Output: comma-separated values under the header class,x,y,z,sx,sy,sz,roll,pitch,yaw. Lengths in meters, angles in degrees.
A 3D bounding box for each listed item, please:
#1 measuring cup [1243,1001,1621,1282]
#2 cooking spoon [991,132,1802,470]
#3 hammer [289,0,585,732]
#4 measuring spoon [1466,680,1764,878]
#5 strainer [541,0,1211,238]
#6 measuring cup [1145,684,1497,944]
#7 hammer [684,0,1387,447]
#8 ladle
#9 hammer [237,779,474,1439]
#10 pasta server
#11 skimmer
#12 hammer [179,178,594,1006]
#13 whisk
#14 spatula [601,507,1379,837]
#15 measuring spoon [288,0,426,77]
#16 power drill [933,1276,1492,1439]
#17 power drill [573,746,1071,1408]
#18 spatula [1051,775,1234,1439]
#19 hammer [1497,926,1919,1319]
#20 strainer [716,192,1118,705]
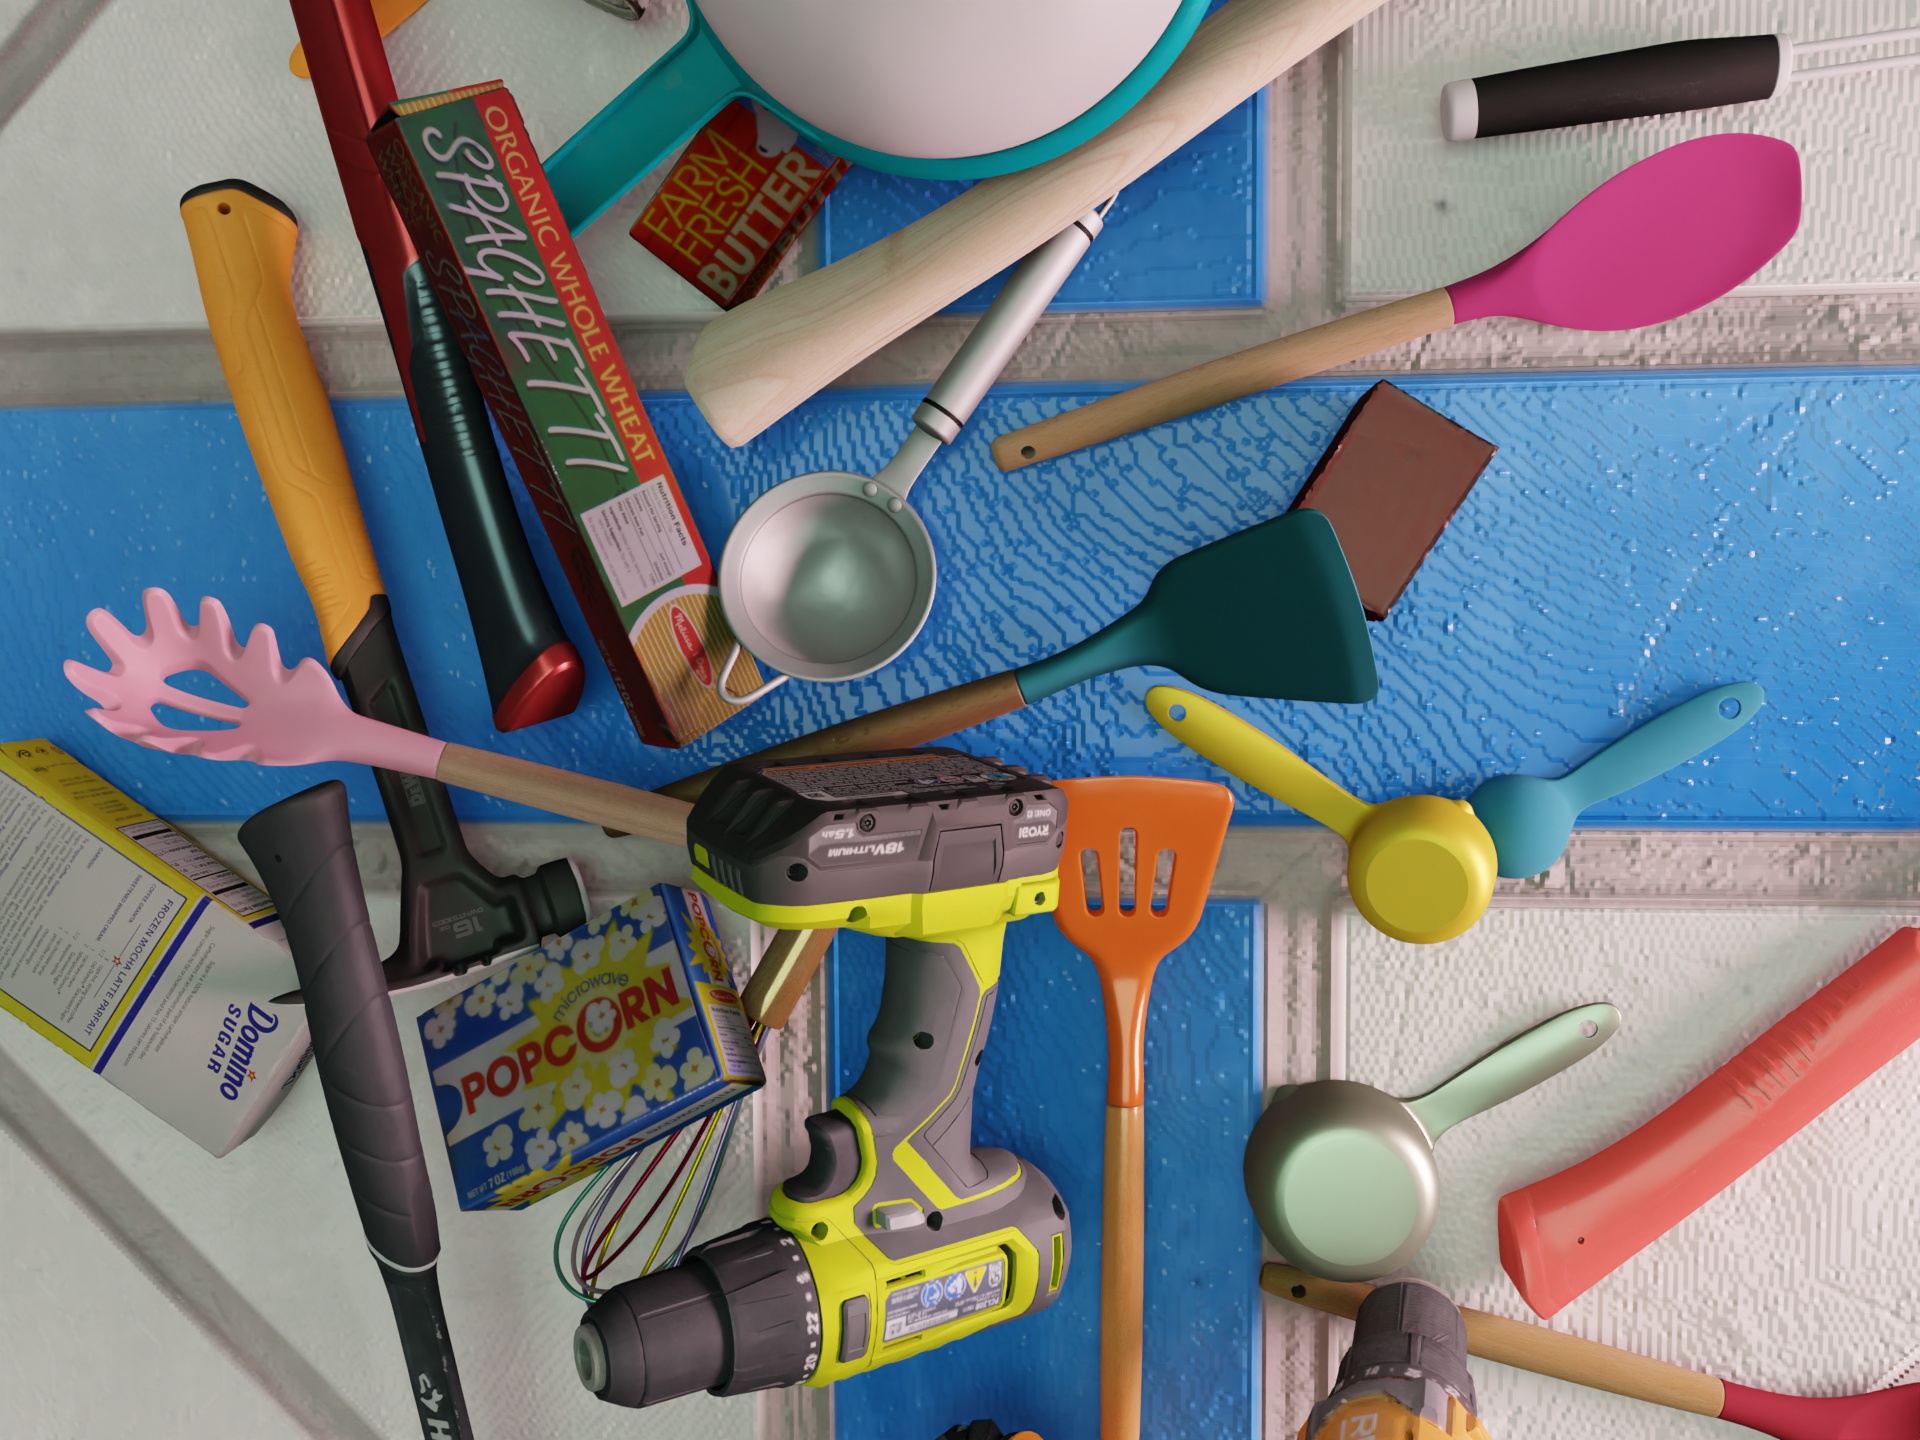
class,x,y,z,sx,sy,sz,roll,pitch,yaw
measuring cup,0.190,0.161,0.628,0.167,0.038,0.083,-33,90,8
cooking spoon,0.164,-0.153,0.618,0.319,0.017,0.068,-17,126,8
hammer,-0.230,-0.182,0.627,0.143,0.038,0.386,-10,97,37
measuring spoon,0.257,0.021,0.621,0.128,0.021,0.042,-31,90,8
strainer,-0.066,-0.249,0.538,0.340,0.095,0.211,-31,105,24
measuring cup,0.138,0.034,0.625,0.156,0.029,0.062,32,114,6
hammer,0.077,-0.222,0.595,0.410,0.038,0.146,-33,67,8
ladle,0.275,0.265,0.633,0.315,0.031,0.069,14,92,6
hammer,-0.208,0.220,0.612,0.149,0.036,0.408,-1,105,24
pasta server,-0.171,0.020,0.607,0.316,0.040,0.060,16,64,-7
skimmer,0.364,-0.235,0.563,0.363,0.090,0.127,-6,124,8
hammer,-0.259,-0.055,0.645,0.127,0.034,0.337,-17,89,-19
whisk,-0.096,0.139,0.655,0.051,0.047,0.245,29,91,4
spatula,-0.001,-0.002,0.628,0.317,0.044,0.082,-19,114,10
measuring spoon,-0.230,-0.302,0.653,0.117,0.011,0.021,-33,90,6
power drill,0.085,0.288,0.579,0.226,0.185,0.084,-25,98,24
power drill,-0.044,0.132,0.577,0.190,0.080,0.228,-4,103,-34
spatula,0.065,0.180,0.640,0.081,0.041,0.322,1,94,4
hammer,0.362,0.116,0.612,0.359,0.037,0.149,-41,89,6
strainer,-0.013,-0.110,0.631,0.087,0.050,0.258,35,90,10
